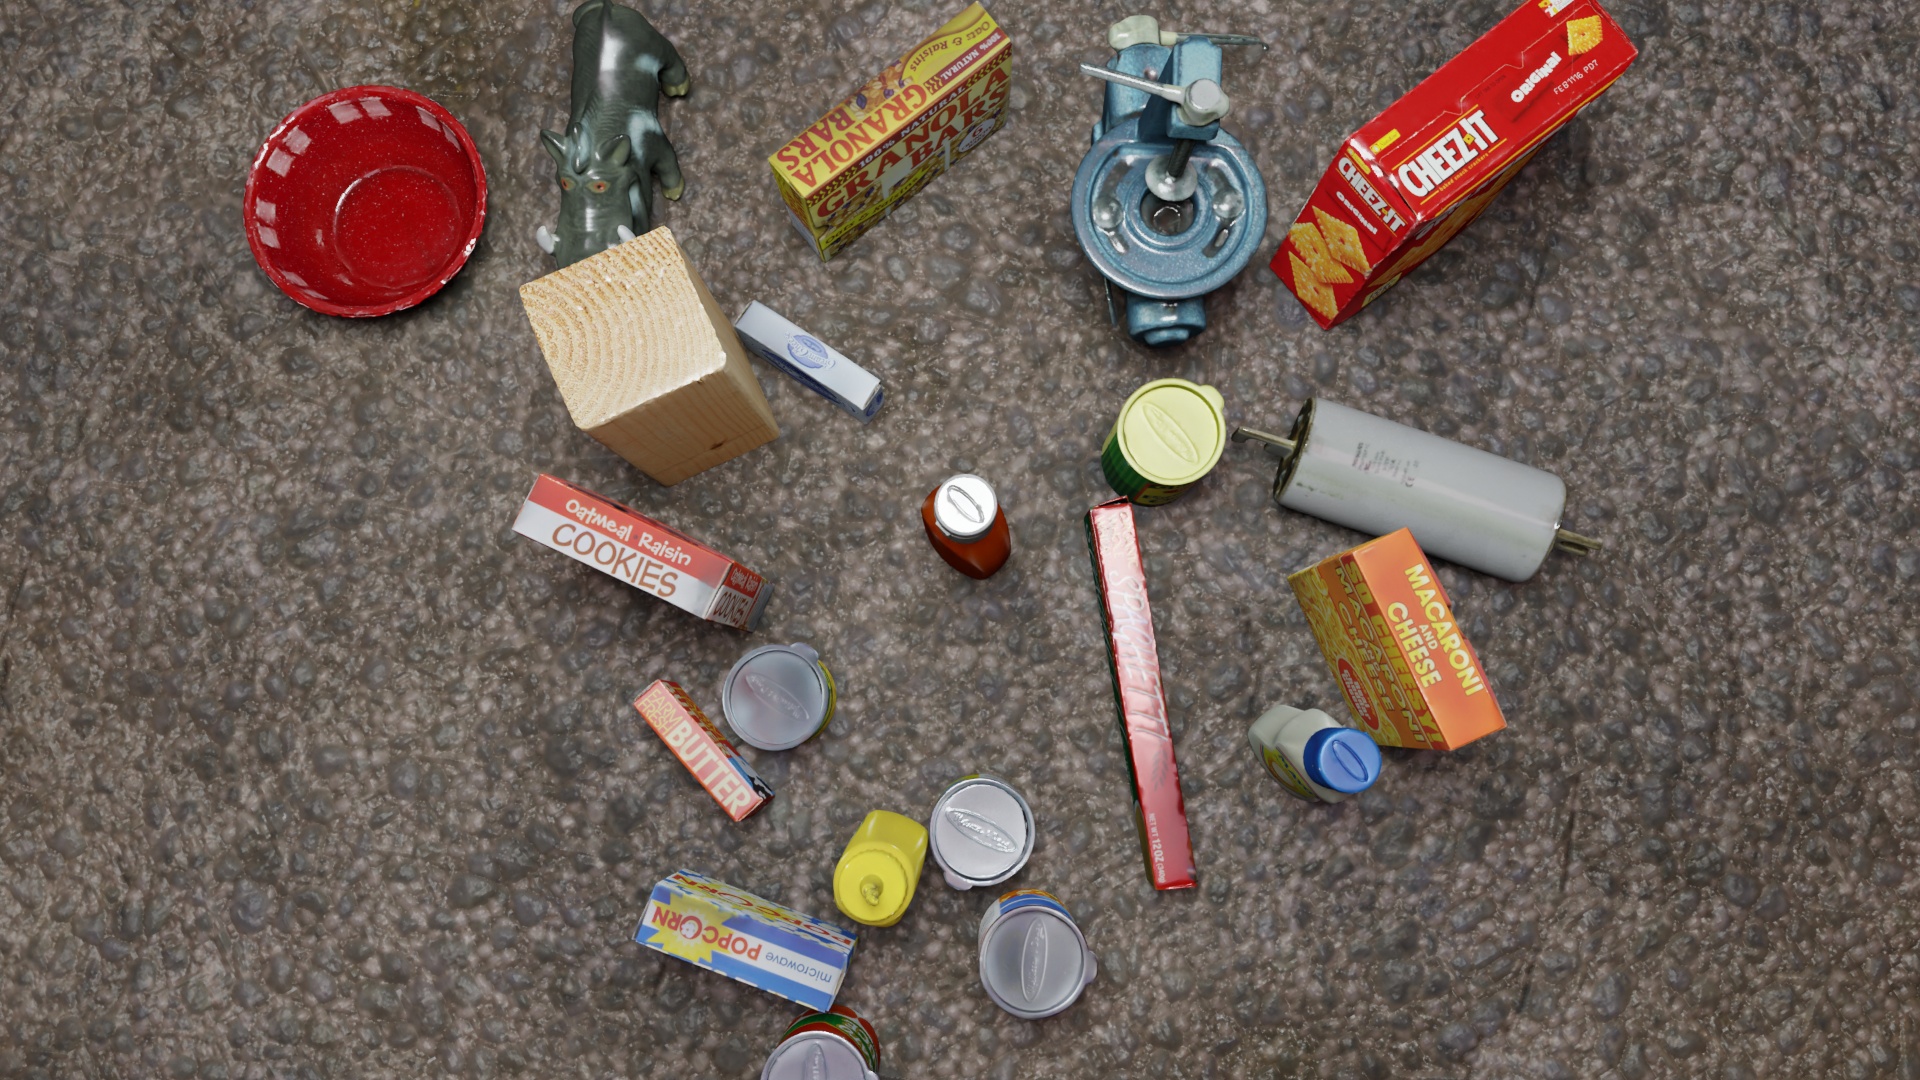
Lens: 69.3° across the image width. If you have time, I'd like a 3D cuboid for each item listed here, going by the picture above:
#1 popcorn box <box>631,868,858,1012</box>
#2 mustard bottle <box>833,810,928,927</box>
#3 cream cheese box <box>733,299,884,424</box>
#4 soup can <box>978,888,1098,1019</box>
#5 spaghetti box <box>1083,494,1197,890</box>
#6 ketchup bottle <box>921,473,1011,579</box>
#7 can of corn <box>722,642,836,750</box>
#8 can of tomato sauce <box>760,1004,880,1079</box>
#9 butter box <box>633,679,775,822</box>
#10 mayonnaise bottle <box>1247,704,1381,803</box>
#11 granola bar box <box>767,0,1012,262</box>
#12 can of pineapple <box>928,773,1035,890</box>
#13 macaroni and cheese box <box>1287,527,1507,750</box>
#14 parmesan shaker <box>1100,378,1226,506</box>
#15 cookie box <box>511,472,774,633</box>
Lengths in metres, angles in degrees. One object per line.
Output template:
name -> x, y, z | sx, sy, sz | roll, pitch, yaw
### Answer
popcorn box -> -0.130, 0.247, 0.864 | 0.127, 0.085, 0.038 | 20, 84, 3
mustard bottle -> -0.049, 0.199, 0.832 | 0.049, 0.160, 0.065 | 20, 84, 3
cream cheese box -> -0.099, -0.118, 0.928 | 0.104, 0.053, 0.024 | 33, 84, 4
soup can -> 0.046, 0.255, 0.863 | 0.071, 0.083, 0.071 | 0, 83, 0
spaghetti box -> 0.116, 0.097, 0.900 | 0.029, 0.050, 0.250 | -9, 83, -1
ketchup bottle -> 0.003, -0.011, 0.866 | 0.043, 0.148, 0.065 | -44, 85, -4
can of corn -> -0.114, 0.099, 0.897 | 0.071, 0.058, 0.071 | 0, 83, 0
can of tomato sauce -> -0.083, 0.326, 0.854 | 0.071, 0.083, 0.071 | 0, 83, 0
butter box -> -0.165, 0.135, 0.895 | 0.024, 0.053, 0.103 | -42, 84, -4
mayonnaise bottle -> 0.217, 0.131, 0.846 | 0.041, 0.148, 0.065 | -38, 84, -4
granola bar box -> -0.042, -0.263, 0.912 | 0.166, 0.124, 0.039 | -39, 84, -4
can of pineapple -> 0.012, 0.184, 0.885 | 0.071, 0.058, 0.071 | 0, 83, 0
macaroni and cheese box -> 0.260, 0.062, 0.846 | 0.040, 0.166, 0.124 | -24, 83, -2
parmesan shaker -> 0.131, -0.062, 0.895 | 0.071, 0.103, 0.071 | 0, 83, 0
cookie box -> -0.187, 0.011, 0.854 | 0.123, 0.167, 0.040 | 24, 84, 3
